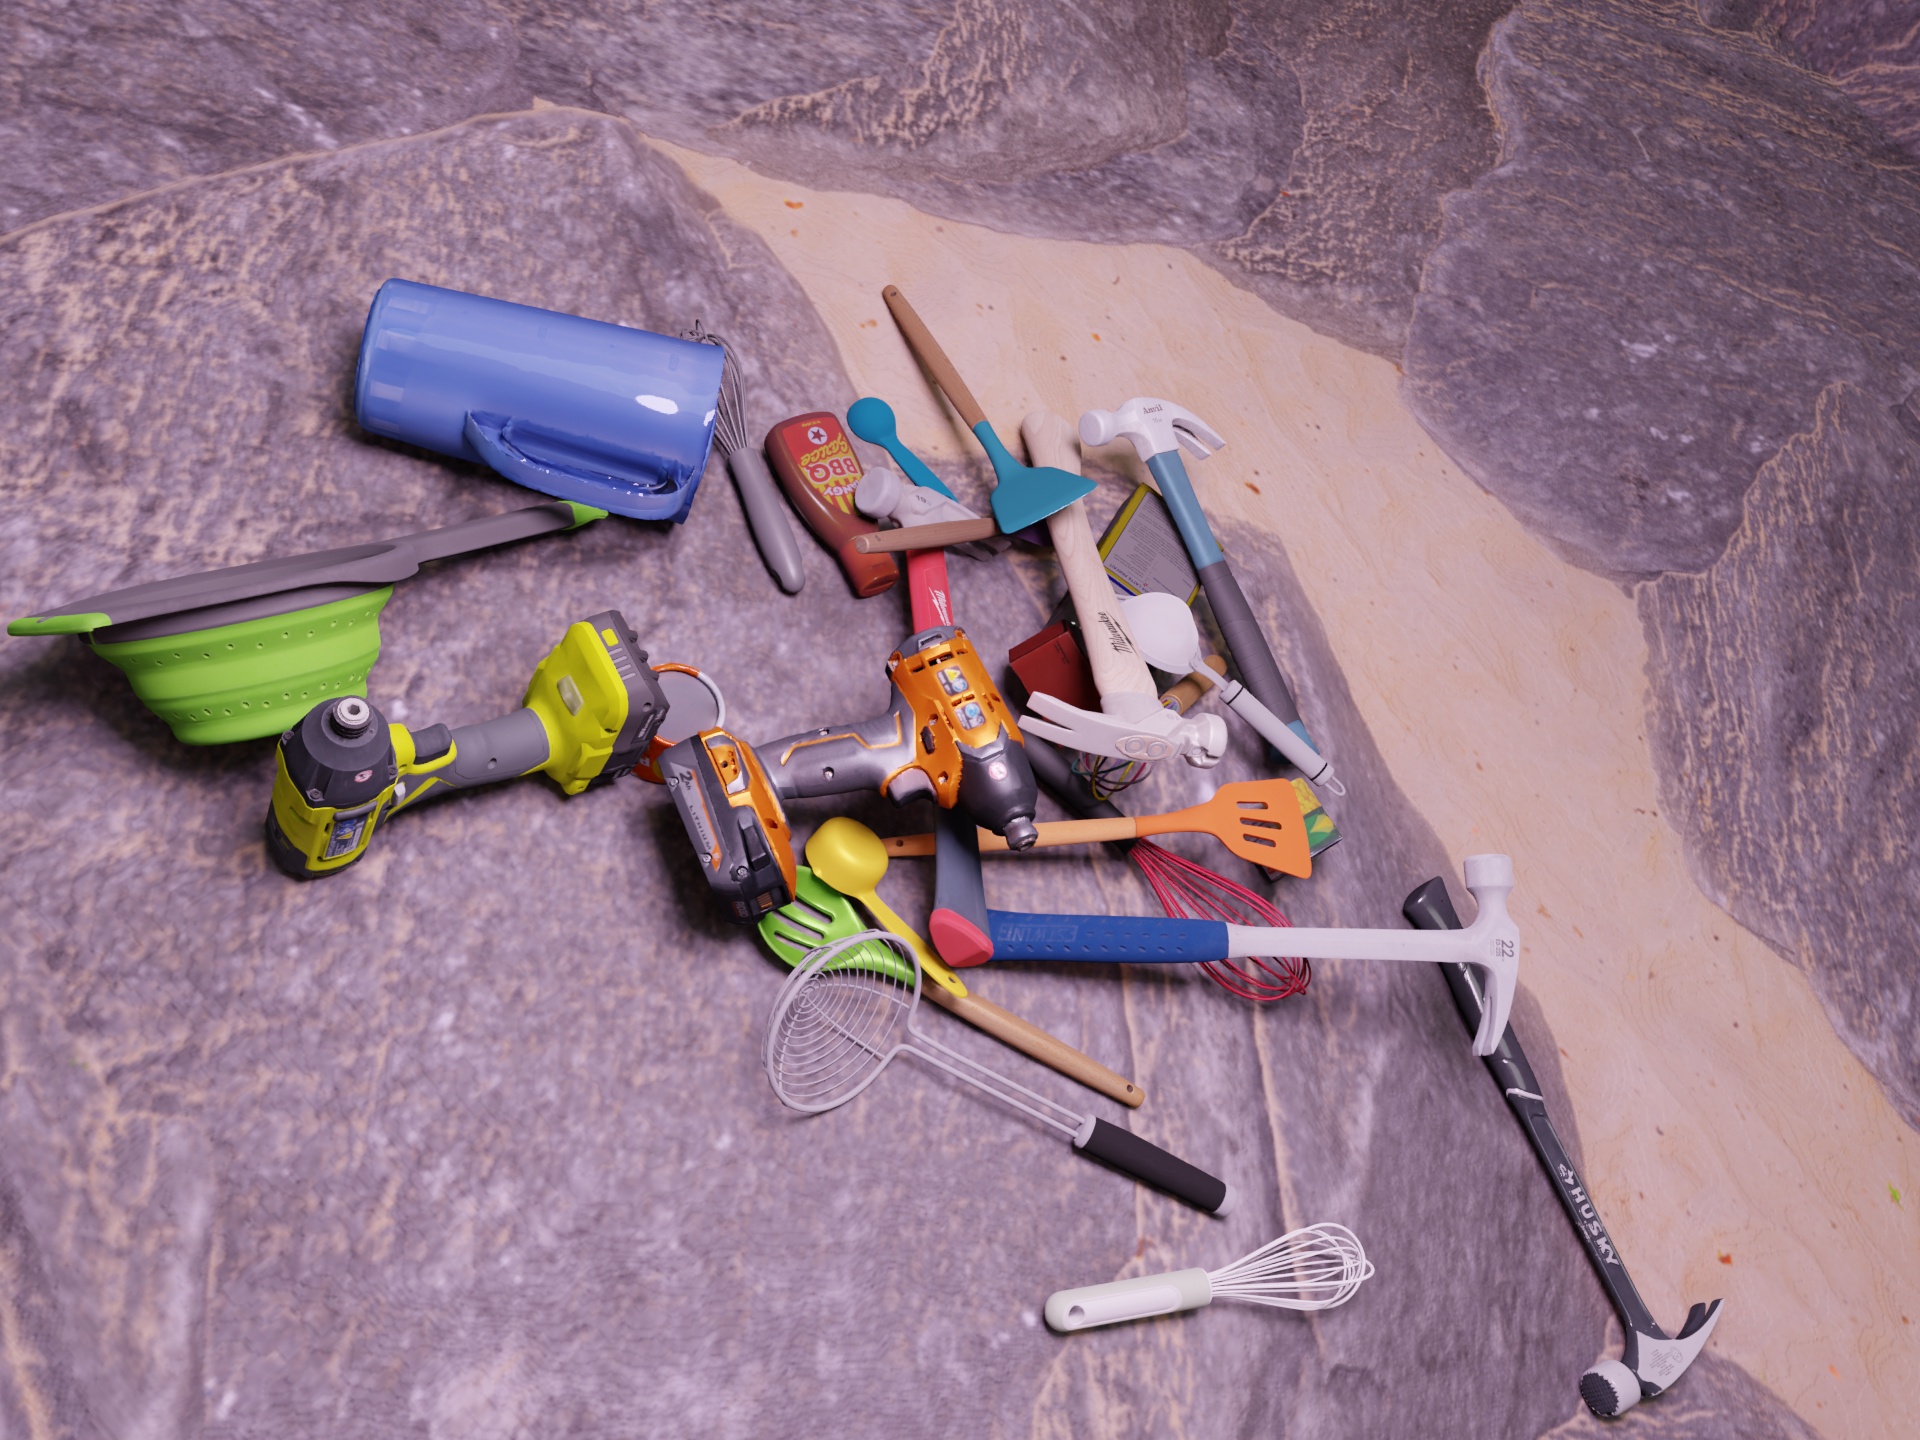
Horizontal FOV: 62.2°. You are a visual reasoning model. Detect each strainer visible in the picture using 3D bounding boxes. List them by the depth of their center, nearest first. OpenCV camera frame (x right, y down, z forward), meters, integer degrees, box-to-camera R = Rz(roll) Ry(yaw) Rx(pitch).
[{"bbox_3d":[0.209,-0.030,1.255,0.258,0.050,0.087,42,37,-1],"label":"strainer"}]

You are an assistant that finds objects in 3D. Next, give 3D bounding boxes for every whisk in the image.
[{"bbox_3d":[0.169,0.379,1.065,0.246,0.059,0.058,-1,92,-22],"label":"whisk"},{"bbox_3d":[0.146,0.107,1.199,0.296,0.073,0.073,42,54,7],"label":"whisk"},{"bbox_3d":[-0.167,-0.205,1.226,0.055,0.055,0.239,-15,74,-31],"label":"whisk"},{"bbox_3d":[0.154,0.000,1.245,0.245,0.051,0.047,-36,105,-52],"label":"whisk"}]

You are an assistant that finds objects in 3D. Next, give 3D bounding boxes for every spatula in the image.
[{"bbox_3d":[0.101,0.084,1.160,0.322,0.041,0.081,-4,64,-6],"label":"spatula"},{"bbox_3d":[0.012,-0.150,1.232,0.060,0.018,0.316,55,32,10],"label":"spatula"},{"bbox_3d":[0.005,-0.265,1.303,0.082,0.044,0.318,-28,59,-4],"label":"spatula"}]

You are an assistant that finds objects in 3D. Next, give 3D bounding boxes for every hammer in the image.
[{"bbox_3d":[0.200,0.163,1.131,0.405,0.035,0.144,2,74,-5],"label":"hammer"},{"bbox_3d":[-0.002,-0.004,1.158,0.143,0.038,0.387,23,49,-40],"label":"hammer"},{"bbox_3d":[0.086,-0.121,1.222,0.146,0.038,0.411,10,39,-19],"label":"hammer"},{"bbox_3d":[0.456,0.312,1.246,0.149,0.036,0.409,-10,68,-31],"label":"hammer"},{"bbox_3d":[0.212,-0.115,1.315,0.128,0.033,0.331,-19,83,-37],"label":"hammer"}]

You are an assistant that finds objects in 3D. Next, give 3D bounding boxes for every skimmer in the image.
[{"bbox_3d":[0.038,0.254,1.043,0.363,0.090,0.127,29,88,-12],"label":"skimmer"}]

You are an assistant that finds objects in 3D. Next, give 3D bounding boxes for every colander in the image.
[{"bbox_3d":[-0.375,-0.065,1.017,0.397,0.204,0.094,-25,111,-50],"label":"colander"}]

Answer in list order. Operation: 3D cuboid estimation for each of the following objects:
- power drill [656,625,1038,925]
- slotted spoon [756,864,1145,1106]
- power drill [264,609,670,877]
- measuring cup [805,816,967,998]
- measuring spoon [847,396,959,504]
[{"bbox_3d":[-0.065,0.046,1.038,0.226,0.084,0.164,-23,64,-11],"label":"power drill"},{"bbox_3d":[-0.006,0.192,1.095,0.313,0.031,0.070,30,55,-10],"label":"slotted spoon"},{"bbox_3d":[-0.299,0.011,0.968,0.223,0.171,0.080,-21,74,-36],"label":"power drill"},{"bbox_3d":[-0.043,0.125,1.084,0.157,0.029,0.062,45,24,18],"label":"measuring cup"},{"bbox_3d":[-0.041,-0.220,1.308,0.128,0.021,0.042,47,54,6],"label":"measuring spoon"}]
